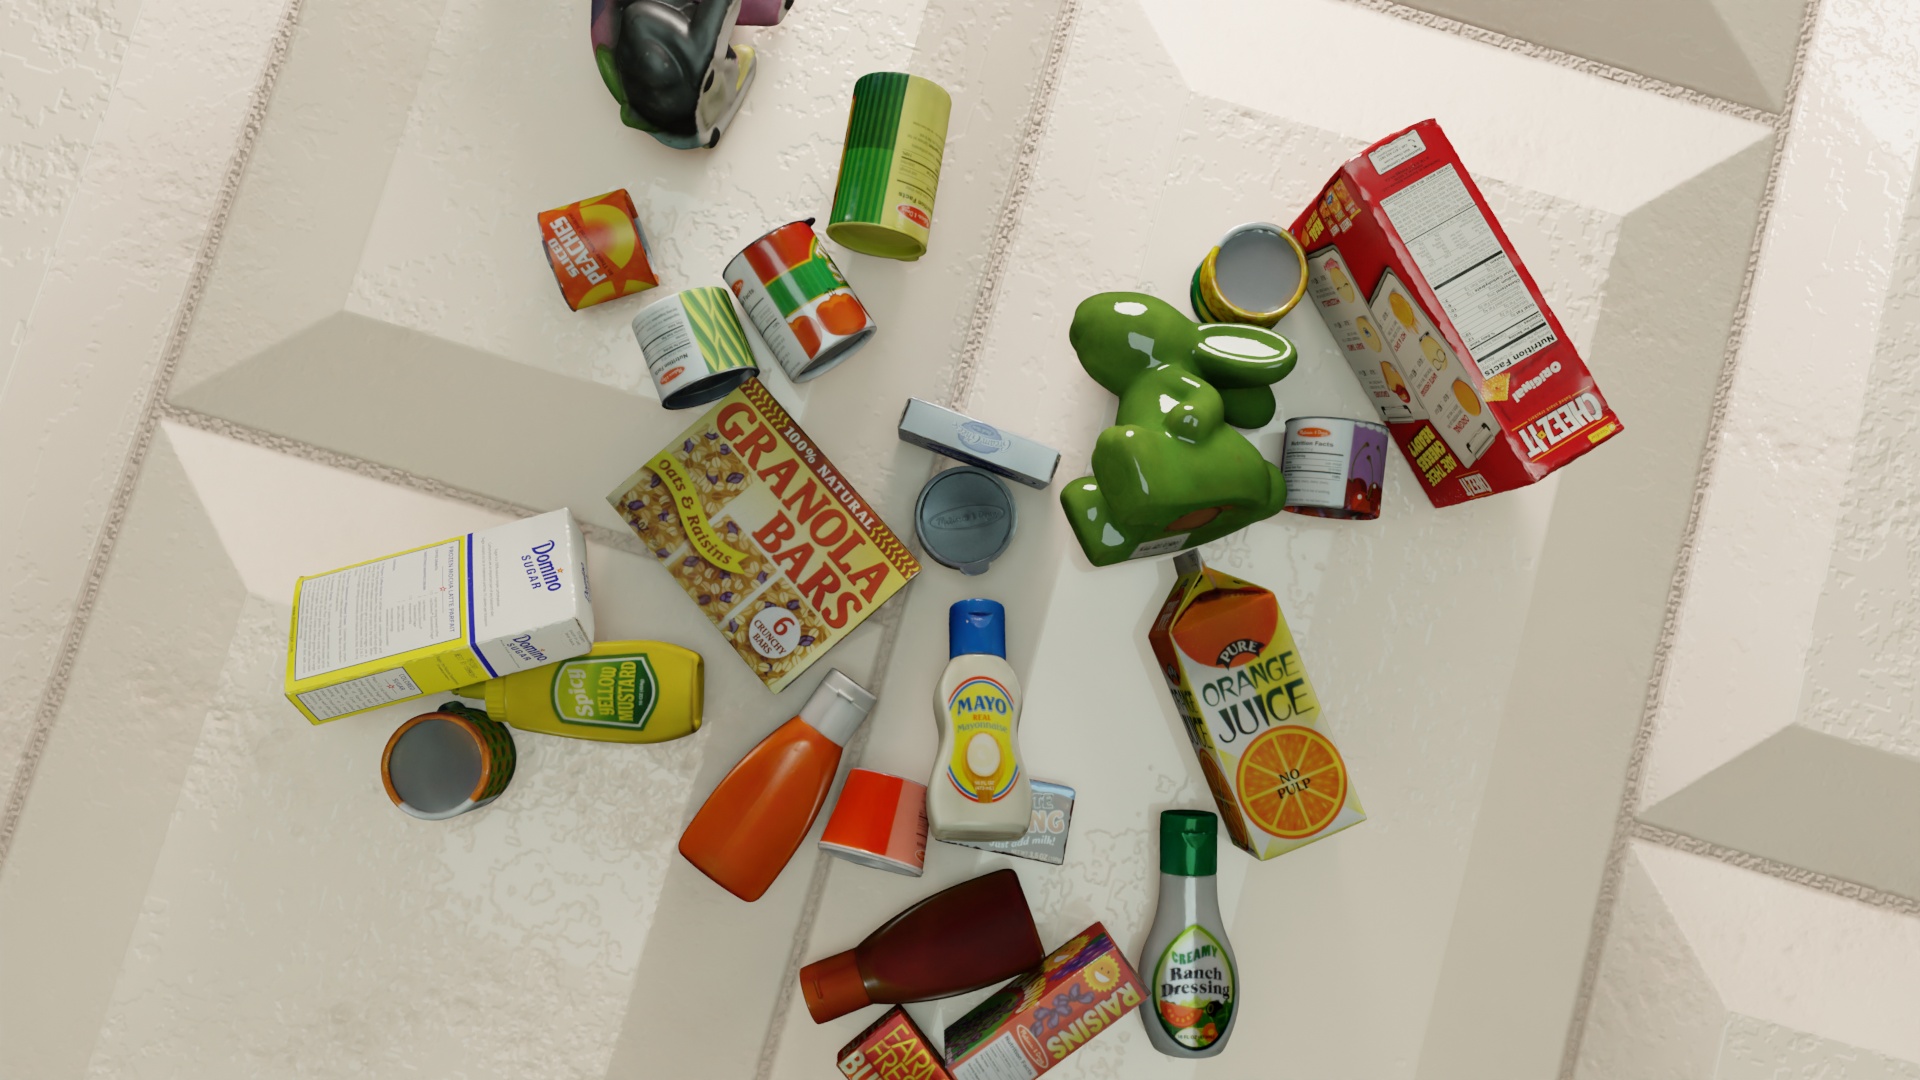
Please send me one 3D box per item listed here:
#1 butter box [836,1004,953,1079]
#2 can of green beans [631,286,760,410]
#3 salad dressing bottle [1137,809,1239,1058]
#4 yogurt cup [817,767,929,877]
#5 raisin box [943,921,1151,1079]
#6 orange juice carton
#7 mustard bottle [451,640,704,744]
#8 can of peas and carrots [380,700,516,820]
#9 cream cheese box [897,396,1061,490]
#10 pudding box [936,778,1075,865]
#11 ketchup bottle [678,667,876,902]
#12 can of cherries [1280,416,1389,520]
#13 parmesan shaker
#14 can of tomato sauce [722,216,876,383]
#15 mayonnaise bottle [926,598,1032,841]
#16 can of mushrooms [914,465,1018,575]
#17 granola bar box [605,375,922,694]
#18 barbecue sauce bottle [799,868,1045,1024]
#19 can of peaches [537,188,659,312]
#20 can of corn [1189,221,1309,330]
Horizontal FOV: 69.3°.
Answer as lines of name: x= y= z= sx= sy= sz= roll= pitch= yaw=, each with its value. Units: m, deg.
butter box: x=-0.027 y=0.349 z=0.871 sx=0.053 sy=0.024 sz=0.103 roll=-37 pitch=87 yaw=-4
can of green beans: x=-0.169 y=-0.123 z=0.888 sx=0.071 sy=0.071 sz=0.058 roll=-22 pitch=86 yaw=-4
salad dressing bottle: x=0.144 y=0.246 z=0.878 sx=0.064 sy=0.044 sz=0.147 roll=1 pitch=85 yaw=-5
yogurt cup: x=-0.050 y=0.175 z=0.867 sx=0.072 sy=0.072 sz=0.054 roll=16 pitch=72 yaw=-1
raisin box: x=0.051 y=0.290 z=0.849 sx=0.123 sy=0.086 sz=0.040 roll=-34 pitch=86 yaw=-5
orange juice carton: x=0.177 y=0.097 z=0.879 sx=0.073 sy=0.071 sz=0.192 roll=-21 pitch=86 yaw=-4
mustard bottle: x=-0.244 y=0.096 z=0.874 sx=0.160 sy=0.048 sz=0.065 roll=0 pitch=82 yaw=-2
can of peas and carrots: x=-0.317 y=0.135 z=0.862 sx=0.071 sy=0.058 sz=0.071 roll=0 pitch=85 yaw=-3
cream cheese box: x=0.012 y=-0.062 z=0.896 sx=0.104 sy=0.053 sz=0.024 roll=20 pitch=87 yaw=0
pudding box: x=0.029 y=0.174 z=0.887 sx=0.084 sy=0.030 sz=0.049 roll=12 pitch=83 yaw=-1
ketchup bottle: x=-0.110 y=0.150 z=0.877 sx=0.065 sy=0.043 sz=0.149 roll=36 pitch=84 yaw=0
can of cherries: x=0.242 y=-0.046 z=0.899 sx=0.071 sy=0.071 sz=0.058 roll=7 pitch=85 yaw=-2
parmesan shaker: x=-0.045 y=-0.243 z=0.907 sx=0.071 sy=0.071 sz=0.103 roll=10 pitch=84 yaw=-1
can of tomato sauce: x=-0.101 y=-0.154 z=0.894 sx=0.071 sy=0.071 sz=0.083 roll=-33 pitch=88 yaw=-5
mayonnaise bottle: x=0.011 y=0.111 z=0.866 sx=0.065 sy=0.041 sz=0.148 roll=2 pitch=66 yaw=-6
can of mushrooms: x=0.003 y=-0.011 z=0.901 sx=0.071 sy=0.033 sz=0.071 roll=0 pitch=85 yaw=-3
granola bar box: x=-0.124 y=-0.003 z=0.893 sx=0.124 sy=0.039 sz=0.165 roll=-41 pitch=87 yaw=-4
barbecue sauce bottle: x=-0.025 y=0.259 z=0.869 sx=0.149 sy=0.043 sz=0.065 roll=-20 pitch=67 yaw=-3
can of peaches: x=-0.231 y=-0.186 z=0.889 sx=0.058 sy=0.071 sz=0.071 roll=-18 pitch=86 yaw=-5
can of corn: x=0.190 y=-0.167 z=0.910 sx=0.071 sy=0.058 sz=0.071 roll=0 pitch=85 yaw=-2
